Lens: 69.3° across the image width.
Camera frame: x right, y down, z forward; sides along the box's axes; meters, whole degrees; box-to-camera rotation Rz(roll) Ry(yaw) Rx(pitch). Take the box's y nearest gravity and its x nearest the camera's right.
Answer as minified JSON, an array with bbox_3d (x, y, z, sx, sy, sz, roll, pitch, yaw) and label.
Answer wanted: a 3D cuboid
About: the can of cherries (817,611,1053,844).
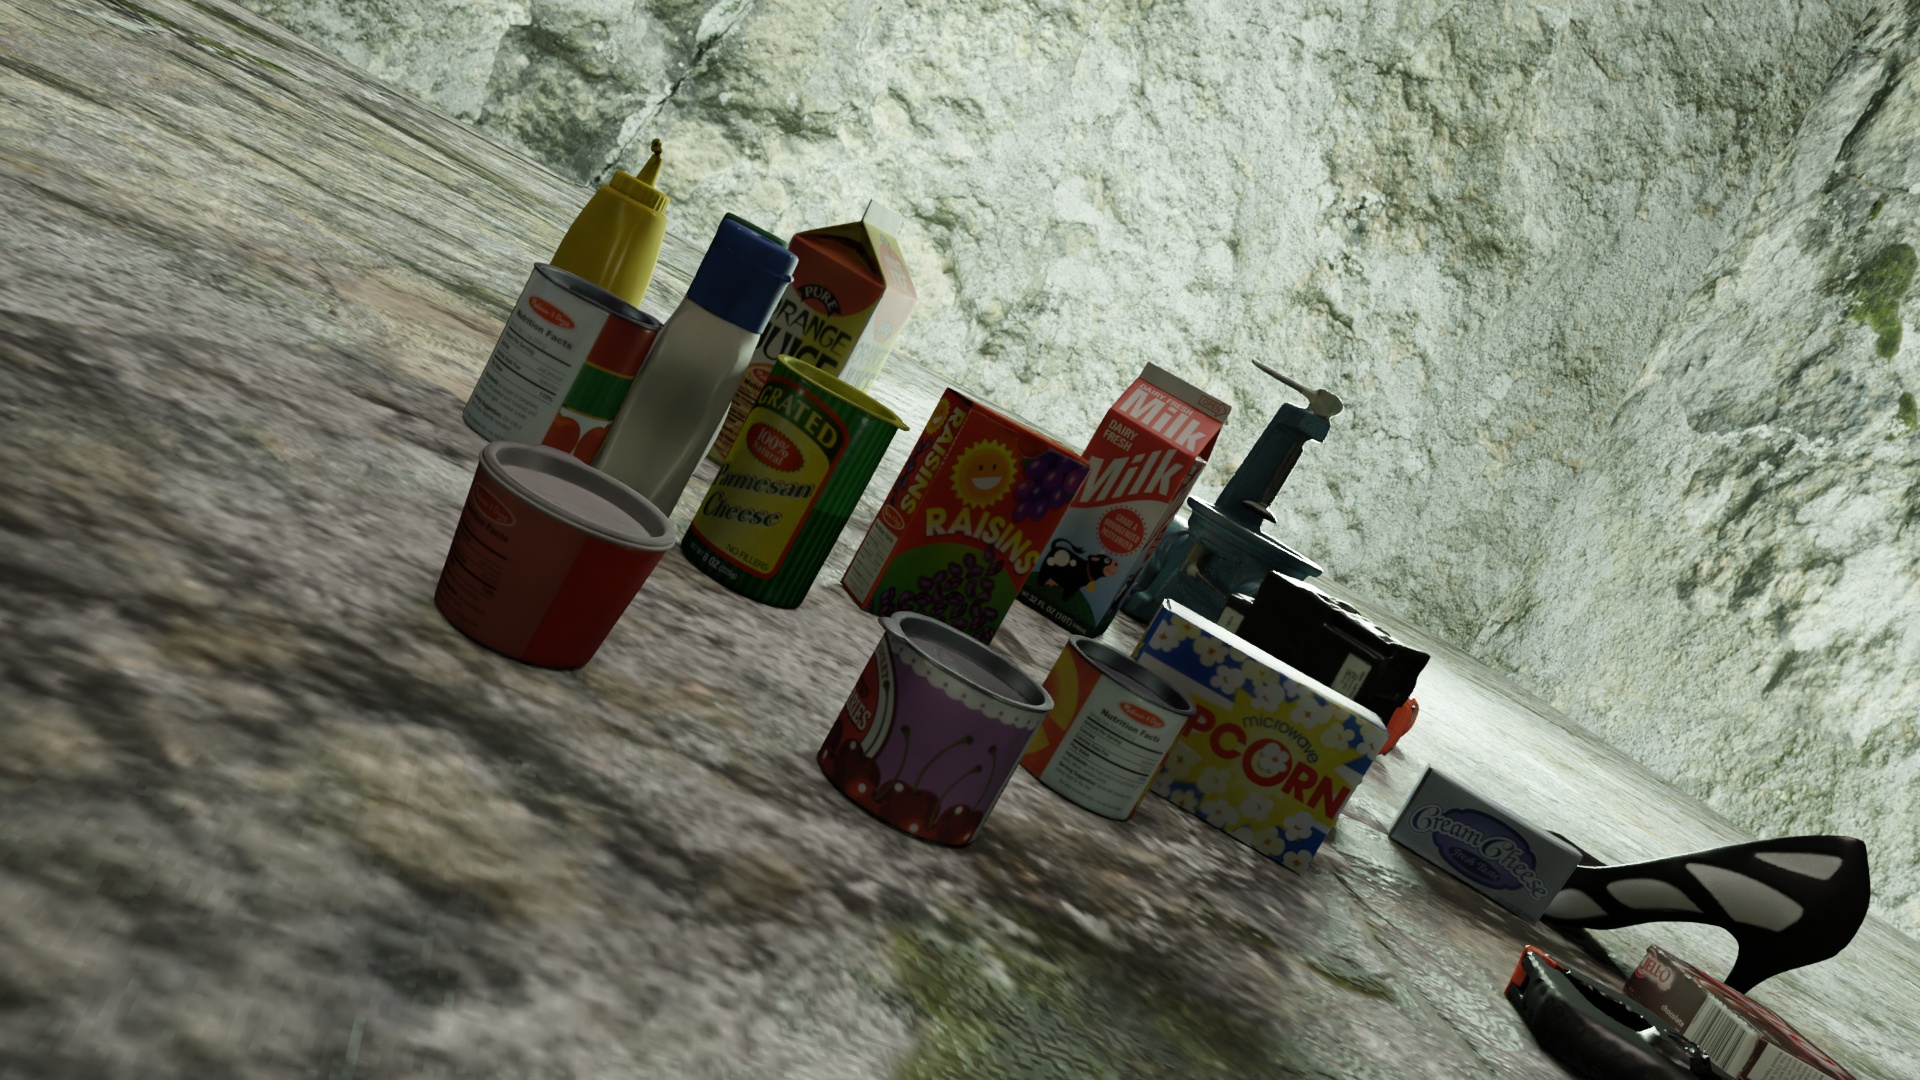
[{"bbox_3d":[-0.012,0.066,0.497,0.071,0.058,0.071,28,9,-5],"label":"can of cherries"}]

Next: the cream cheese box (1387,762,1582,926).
[{"bbox_3d":[0.327,0.190,0.872,0.104,0.053,0.024,31,9,13],"label":"cream cheese box"}]

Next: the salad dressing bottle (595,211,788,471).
[{"bbox_3d":[-0.138,-0.097,0.725,0.044,0.147,0.064,35,10,34],"label":"salad dressing bottle"}]

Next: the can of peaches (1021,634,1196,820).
[{"bbox_3d":[0.064,0.084,0.630,0.071,0.058,0.071,28,9,-5],"label":"can of peaches"}]

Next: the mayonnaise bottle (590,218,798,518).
[{"bbox_3d":[-0.121,-0.066,0.606,0.041,0.148,0.065,28,8,-7],"label":"mayonnaise bottle"}]

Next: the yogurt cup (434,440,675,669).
[{"bbox_3d":[-0.136,0.006,0.458,0.072,0.054,0.072,28,9,-5],"label":"yogurt cup"}]

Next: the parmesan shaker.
[{"bbox_3d":[-0.078,-0.026,0.656,0.071,0.103,0.071,29,8,-5],"label":"parmesan shaker"}]

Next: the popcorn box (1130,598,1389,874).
[{"bbox_3d":[0.136,0.097,0.696,0.127,0.085,0.038,29,8,2],"label":"popcorn box"}]

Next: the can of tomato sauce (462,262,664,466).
[{"bbox_3d":[-0.194,-0.083,0.682,0.071,0.083,0.071,28,9,-5],"label":"can of tomato sauce"}]

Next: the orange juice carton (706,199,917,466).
[{"bbox_3d":[-0.092,-0.128,0.893,0.073,0.192,0.072,31,8,11],"label":"orange juice carton"}]

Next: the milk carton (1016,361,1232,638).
[{"bbox_3d":[0.115,-0.029,0.989,0.072,0.190,0.073,31,9,13],"label":"milk carton"}]

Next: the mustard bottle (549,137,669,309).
[{"bbox_3d":[-0.232,-0.194,0.929,0.065,0.160,0.049,33,9,25],"label":"mustard bottle"}]

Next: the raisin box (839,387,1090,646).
[{"bbox_3d":[0.003,-0.009,0.750,0.086,0.123,0.040,24,10,-31],"label":"raisin box"}]
